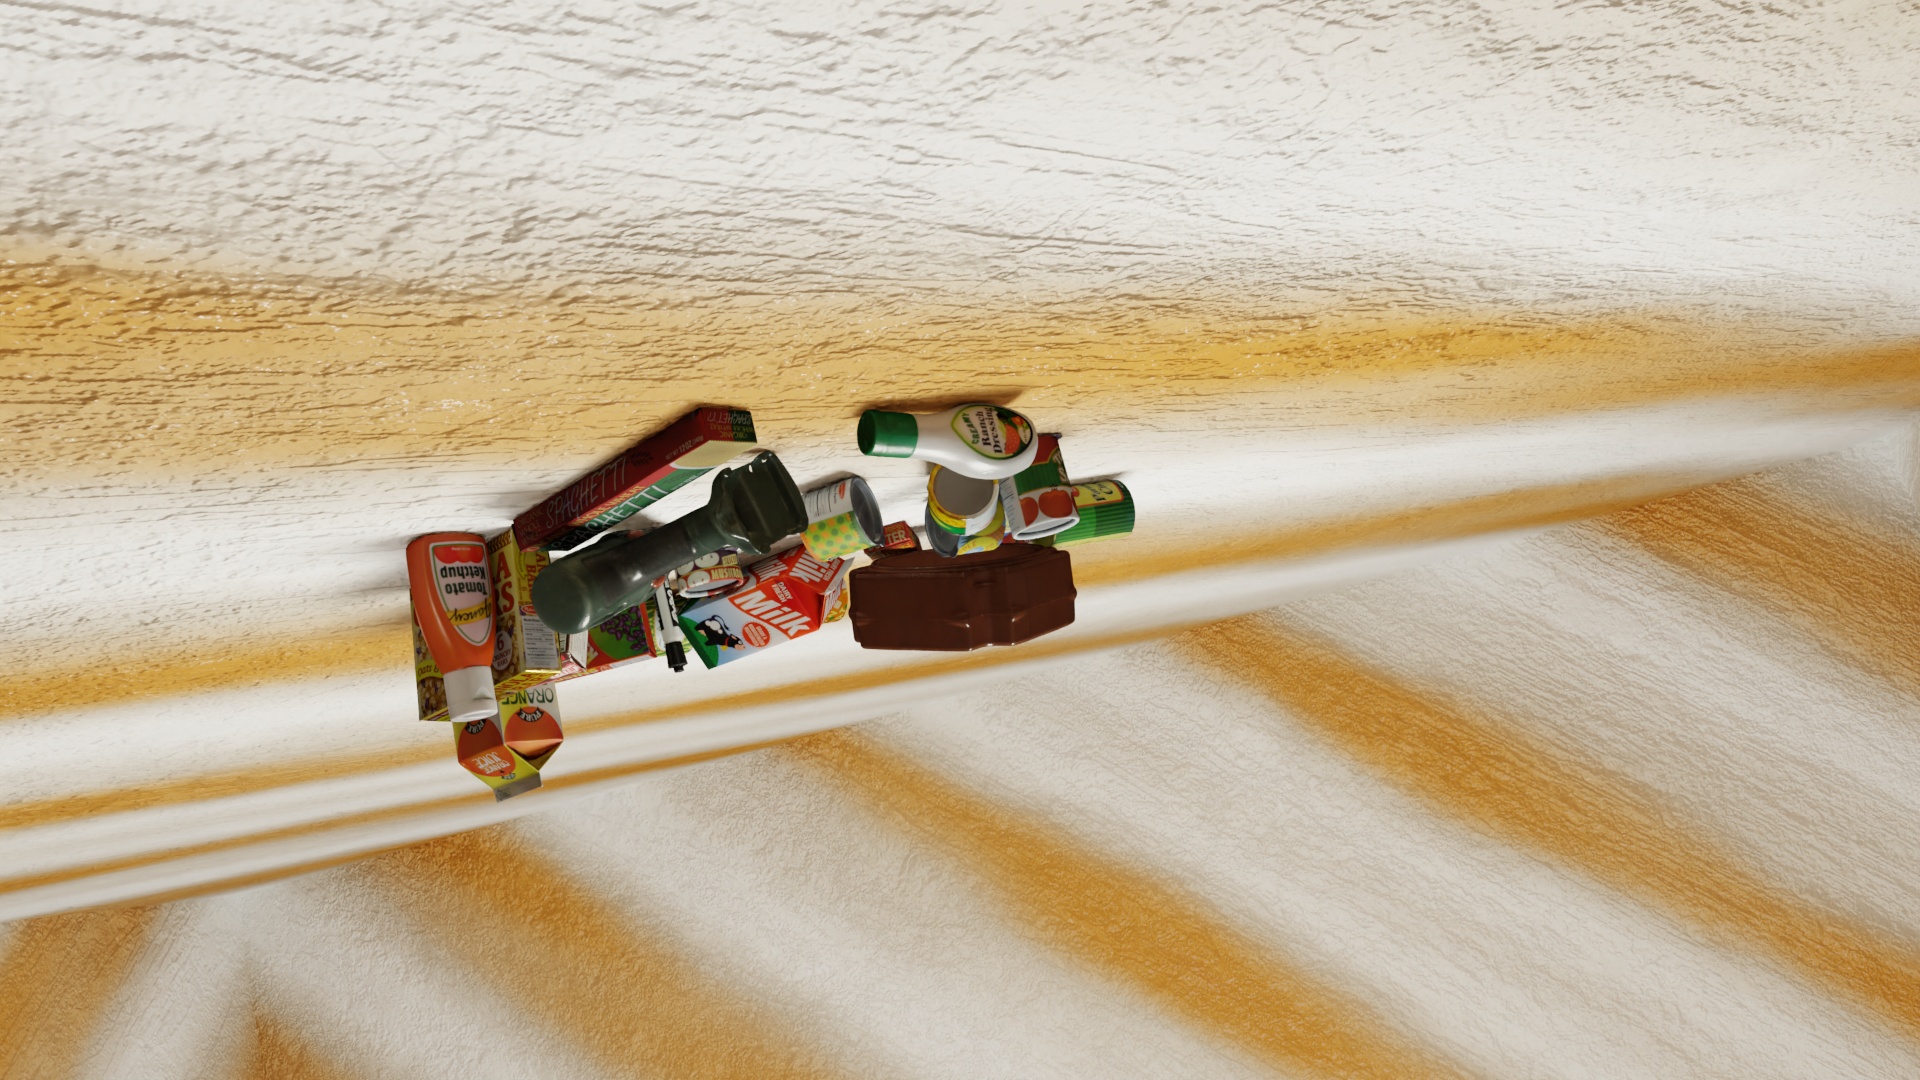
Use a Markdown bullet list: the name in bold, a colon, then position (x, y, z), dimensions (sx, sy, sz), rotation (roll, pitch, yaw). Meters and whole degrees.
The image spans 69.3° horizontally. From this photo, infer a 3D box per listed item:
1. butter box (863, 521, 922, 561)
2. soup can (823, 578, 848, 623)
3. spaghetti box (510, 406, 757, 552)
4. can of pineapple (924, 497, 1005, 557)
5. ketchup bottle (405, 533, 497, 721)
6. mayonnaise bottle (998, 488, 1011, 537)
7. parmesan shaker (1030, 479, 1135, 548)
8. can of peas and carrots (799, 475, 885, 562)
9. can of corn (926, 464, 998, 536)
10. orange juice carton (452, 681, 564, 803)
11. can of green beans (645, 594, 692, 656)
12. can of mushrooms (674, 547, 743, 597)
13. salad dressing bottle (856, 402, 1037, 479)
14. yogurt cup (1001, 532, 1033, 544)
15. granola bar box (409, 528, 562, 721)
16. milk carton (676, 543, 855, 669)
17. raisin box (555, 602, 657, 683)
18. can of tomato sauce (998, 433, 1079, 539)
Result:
- **butter box**: position (-0.074, 0.006, 1.520), dimensions (0.053, 0.024, 0.103), rotation (-16, 168, 3)
- **soup can**: position (-0.179, 0.066, 1.559), dimensions (0.084, 0.071, 0.071), rotation (-6, 165, -36)
- **spaghetti box**: position (-0.257, -0.043, 1.073), dimensions (0.249, 0.029, 0.050), rotation (-24, 166, 36)
- **can of pineapple**: position (0.005, -0.018, 1.401), dimensions (0.058, 0.071, 0.070), rotation (-8, 166, -32)
- **ketchup bottle**: position (-0.403, 0.070, 1.118), dimensions (0.043, 0.149, 0.065), rotation (-23, 165, 36)
- **mayonnaise bottle**: position (0.056, -0.035, 1.452), dimensions (0.065, 0.041, 0.147), rotation (-12, 167, -22)
- **parmesan shaker**: position (0.129, -0.029, 1.516), dimensions (0.103, 0.071, 0.071), rotation (-10, 167, -26)
- **can of peas and carrots**: position (-0.109, -0.017, 1.267), dimensions (0.058, 0.071, 0.071), rotation (-18, 167, 16)
- **can of corn**: position (0.000, -0.044, 1.294), dimensions (0.071, 0.071, 0.058), rotation (-14, 167, -4)
- **orange juice carton**: position (-0.437, 0.149, 1.326), dimensions (0.071, 0.193, 0.073), rotation (-22, 165, 31)
- **can of green beans**: position (-0.328, 0.094, 1.510), dimensions (0.058, 0.071, 0.071), rotation (-5, 164, -37)
- **can of mushrooms**: position (-0.253, 0.032, 1.404), dimensions (0.071, 0.033, 0.071), rotation (-14, 167, -3)
- **salad dressing bottle**: position (-0.010, -0.082, 1.124), dimensions (0.148, 0.064, 0.043), rotation (1, 153, -30)
- **yogurt cup**: position (0.068, -0.006, 1.567), dimensions (0.072, 0.054, 0.072), rotation (-13, 168, -3)
- **granola bar box**: position (-0.409, 0.075, 1.189), dimensions (0.165, 0.124, 0.039), rotation (-23, 160, 36)
- **milk carton**: position (-0.197, 0.063, 1.456), dimensions (0.190, 0.073, 0.073), rotation (-21, -159, 24)
- **raisin box**: position (-0.377, 0.092, 1.397), dimensions (0.123, 0.086, 0.040), rotation (-14, 169, -3)
- **can of tomato sauce**: position (0.072, -0.050, 1.303), dimensions (0.071, 0.083, 0.071), rotation (-14, 168, -3)
